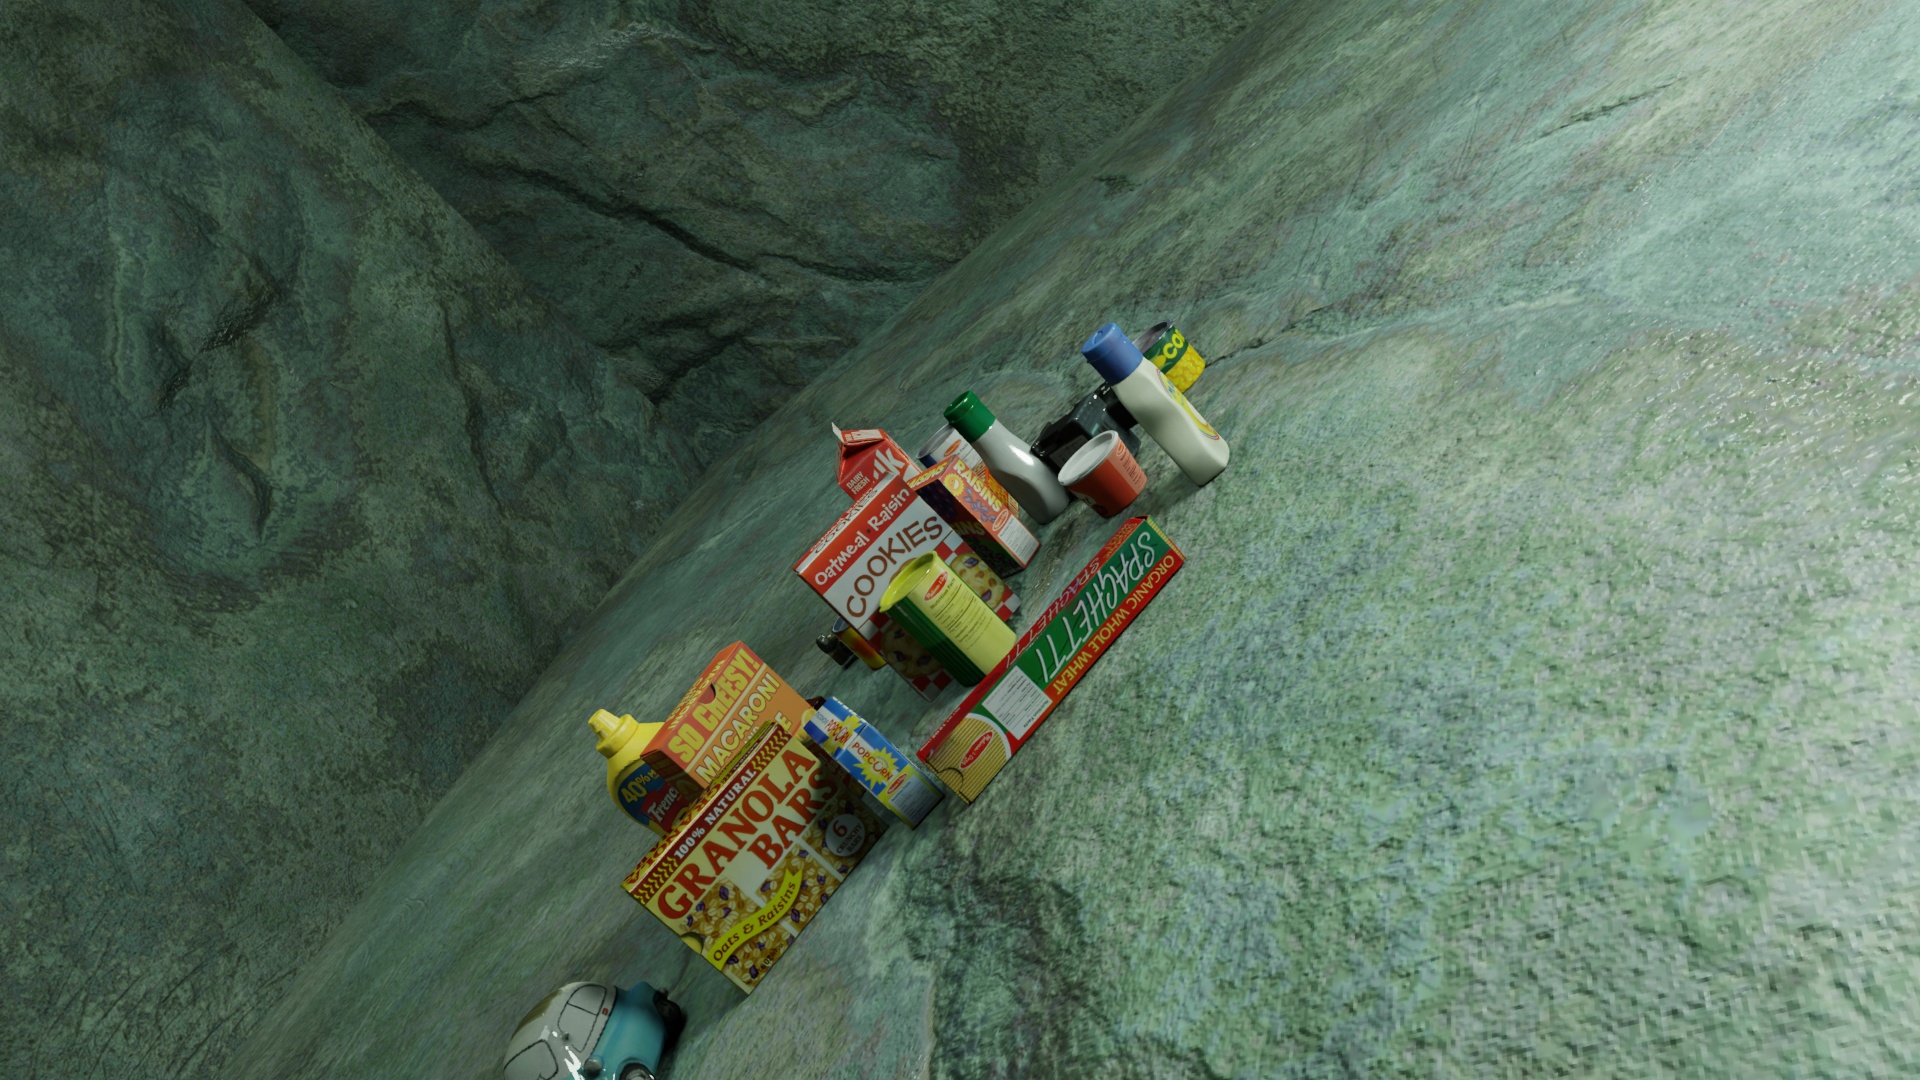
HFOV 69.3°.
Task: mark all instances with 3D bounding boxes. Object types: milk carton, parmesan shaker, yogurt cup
[{"bbox_3d":[-0.071,-0.053,1.490,0.073,0.190,0.072,-43,15,3],"label":"milk carton"},{"bbox_3d":[-0.012,0.069,1.182,0.071,0.103,0.071,-40,15,14],"label":"parmesan shaker"},{"bbox_3d":[0.130,-0.058,1.250,0.072,0.054,0.072,-40,16,14],"label":"yogurt cup"}]

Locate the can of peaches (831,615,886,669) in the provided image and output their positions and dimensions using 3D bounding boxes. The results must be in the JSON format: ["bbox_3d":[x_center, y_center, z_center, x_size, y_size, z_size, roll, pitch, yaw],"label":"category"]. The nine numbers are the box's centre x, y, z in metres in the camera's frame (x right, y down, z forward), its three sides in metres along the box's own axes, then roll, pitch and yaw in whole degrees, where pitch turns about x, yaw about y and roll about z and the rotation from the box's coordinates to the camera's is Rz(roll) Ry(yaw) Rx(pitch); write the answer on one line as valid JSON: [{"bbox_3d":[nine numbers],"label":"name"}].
[{"bbox_3d":[-0.086,0.088,1.409,0.071,0.058,0.071,-40,16,14],"label":"can of peaches"}]

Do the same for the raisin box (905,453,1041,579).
[{"bbox_3d":[0.005,-0.017,1.329,0.086,0.123,0.040,-25,24,51],"label":"raisin box"}]

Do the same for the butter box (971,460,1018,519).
[{"bbox_3d":[0.036,-0.046,1.461,0.024,0.053,0.104,-40,16,16],"label":"butter box"}]

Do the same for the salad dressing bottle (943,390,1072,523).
[{"bbox_3d":[0.045,-0.081,1.351,0.044,0.147,0.064,-50,16,-20],"label":"salad dressing bottle"}]

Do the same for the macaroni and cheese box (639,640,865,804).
[{"bbox_3d":[-0.162,0.183,1.143,0.040,0.166,0.124,-28,22,46],"label":"macaroni and cheese box"}]

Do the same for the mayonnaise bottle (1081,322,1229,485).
[{"bbox_3d":[0.160,-0.113,1.141,0.041,0.148,0.065,-38,16,21],"label":"mayonnaise bottle"}]

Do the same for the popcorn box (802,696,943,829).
[{"bbox_3d":[-0.071,0.173,1.094,0.038,0.085,0.126,-47,15,-10],"label":"popcorn box"}]

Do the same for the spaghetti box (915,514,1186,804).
[{"bbox_3d":[0.070,0.085,1.033,0.250,0.050,0.028,-47,15,-11],"label":"spaghetti box"}]

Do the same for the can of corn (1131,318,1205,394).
[{"bbox_3d":[0.201,-0.177,1.376,0.071,0.058,0.071,-40,16,14],"label":"can of corn"}]

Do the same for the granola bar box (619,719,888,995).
[{"bbox_3d":[-0.154,0.239,1.057,0.166,0.124,0.039,-49,16,-17],"label":"granola bar box"}]

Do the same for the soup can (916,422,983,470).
[{"bbox_3d":[0.000,-0.089,1.606,0.071,0.083,0.071,-40,16,14],"label":"soup can"}]

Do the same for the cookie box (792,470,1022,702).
[{"bbox_3d":[-0.047,0.040,1.226,0.123,0.167,0.040,-47,15,-10],"label":"cookie box"}]
